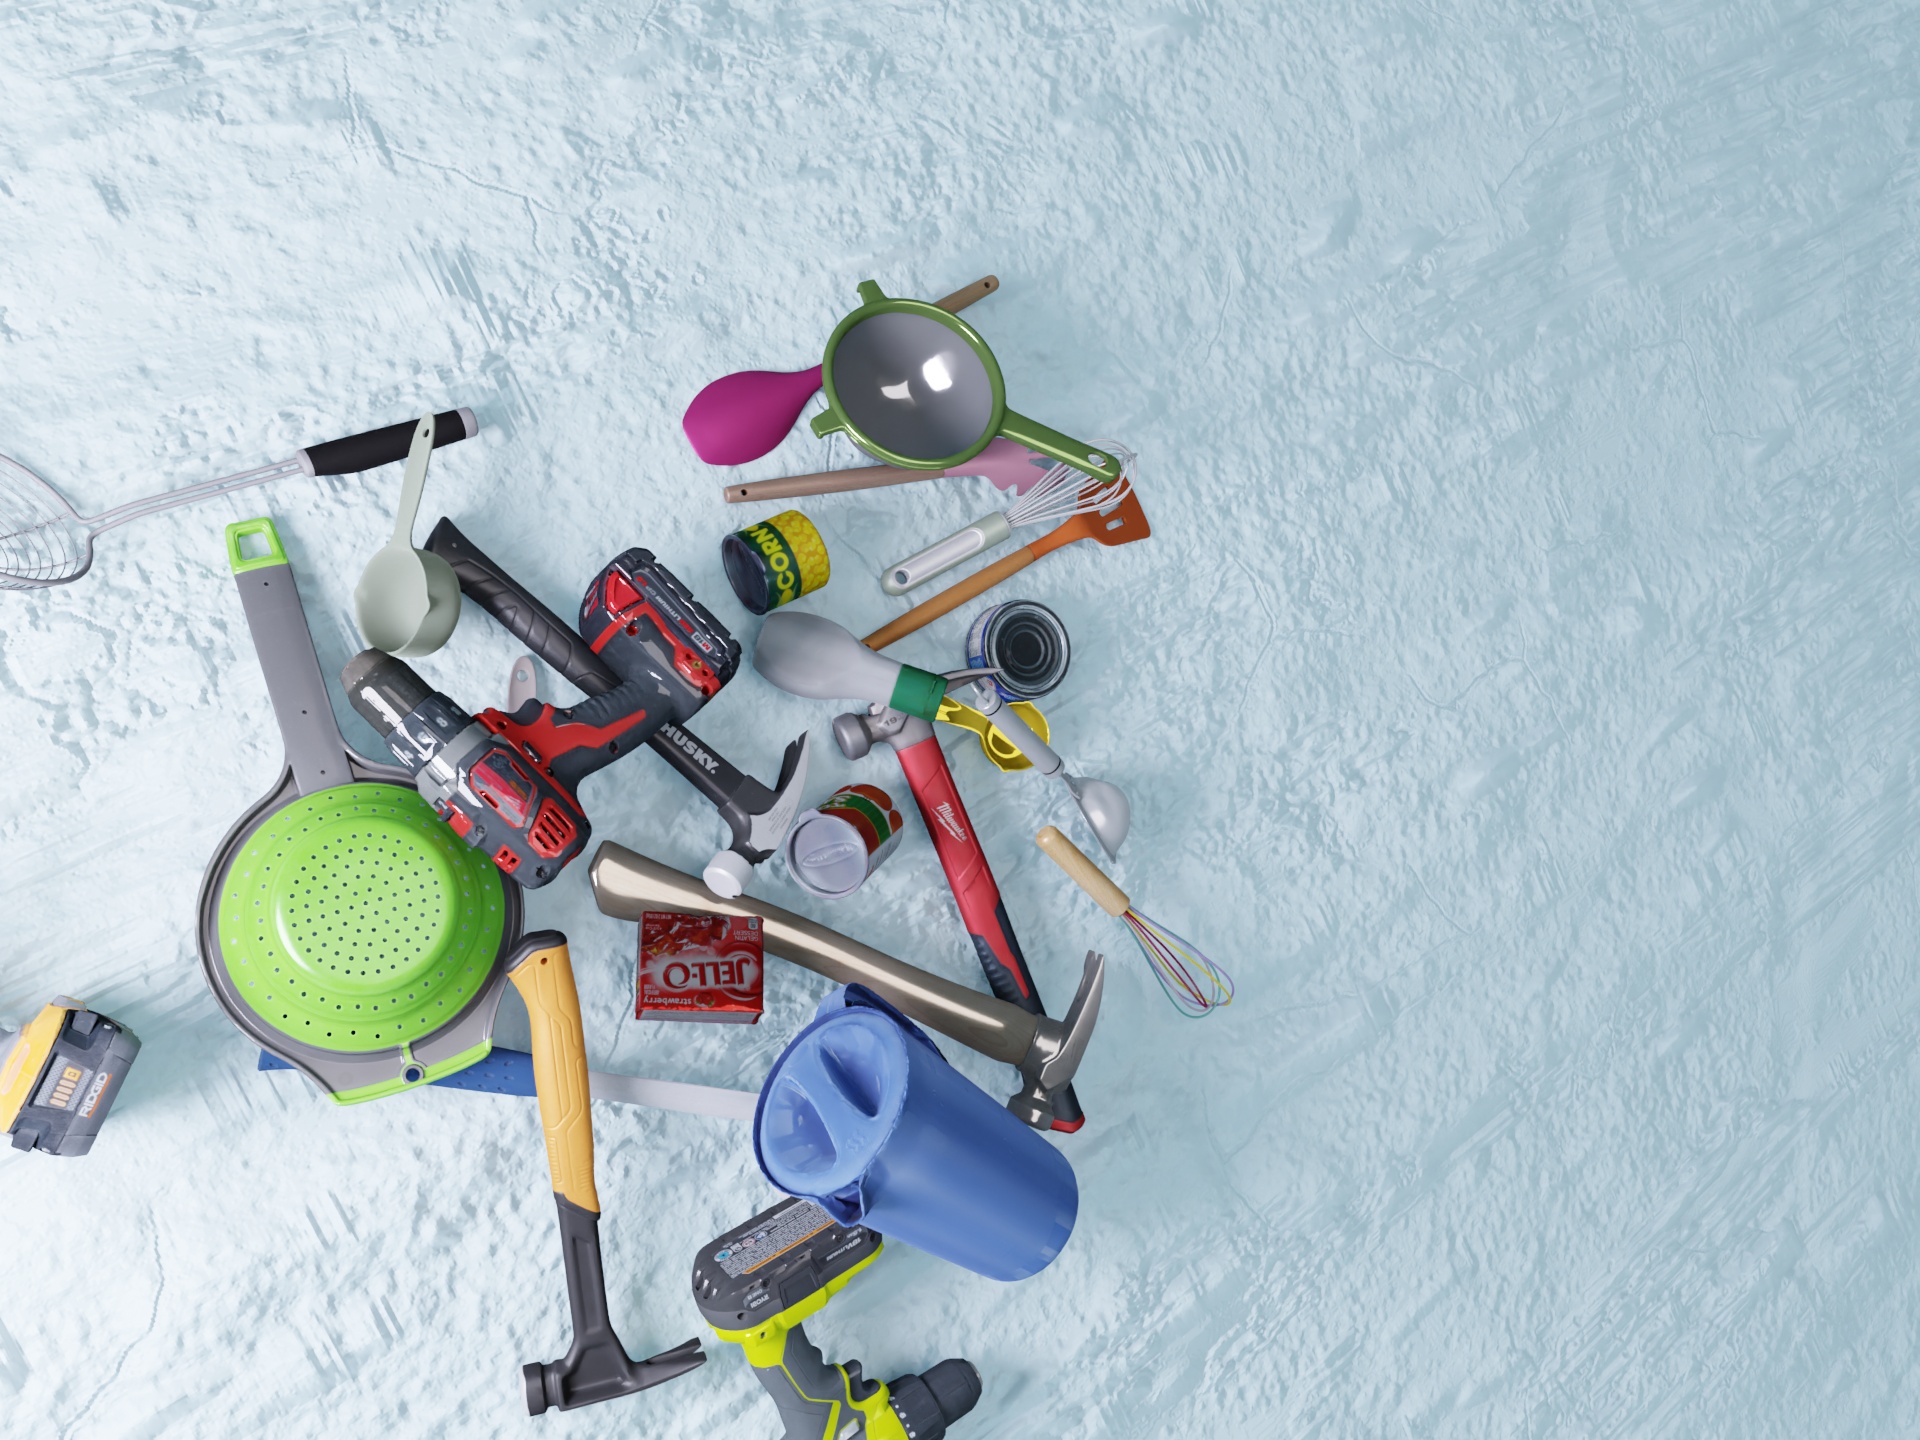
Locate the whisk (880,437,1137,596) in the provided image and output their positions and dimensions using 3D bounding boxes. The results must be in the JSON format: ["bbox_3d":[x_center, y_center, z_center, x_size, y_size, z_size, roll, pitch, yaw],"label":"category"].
[{"bbox_3d":[0.042,-0.165,1.312,0.246,0.059,0.058,-29,91,-12],"label":"whisk"}]

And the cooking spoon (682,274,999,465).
[{"bbox_3d":[-0.089,-0.295,1.294,0.319,0.017,0.068,-35,102,-25],"label":"cooking spoon"}]

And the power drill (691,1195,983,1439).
[{"bbox_3d":[-0.088,0.465,1.165,0.190,0.080,0.228,-24,108,-26],"label":"power drill"}]

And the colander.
[{"bbox_3d":[-0.406,0.045,1.024,0.204,0.094,0.397,-17,84,-23],"label":"colander"}]

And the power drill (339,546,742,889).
[{"bbox_3d":[-0.278,-0.021,1.067,0.188,0.080,0.227,46,54,-7],"label":"power drill"}]

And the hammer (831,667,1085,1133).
[{"bbox_3d":[0.033,0.149,1.285,0.143,0.038,0.386,-23,97,-14],"label":"hammer"}]

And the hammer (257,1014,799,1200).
[{"bbox_3d":[-0.271,0.247,1.115,0.405,0.035,0.144,14,101,-22],"label":"hammer"}]

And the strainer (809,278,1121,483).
[{"bbox_3d":[0.004,-0.238,1.283,0.256,0.069,0.152,21,66,-13],"label":"strainer"}]

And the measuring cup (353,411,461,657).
[{"bbox_3d":[-0.364,-0.124,1.082,0.038,0.083,0.167,12,88,-56],"label":"measuring cup"}]

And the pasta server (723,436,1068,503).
[{"bbox_3d":[-0.043,-0.202,1.305,0.316,0.040,0.060,-11,90,-24],"label":"pasta server"}]

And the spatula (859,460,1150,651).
[{"bbox_3d":[0.036,-0.127,1.339,0.322,0.041,0.081,-31,98,-22],"label":"spatula"}]

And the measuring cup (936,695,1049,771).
[{"bbox_3d":[-0.002,-0.004,1.308,0.156,0.029,0.062,21,87,-11],"label":"measuring cup"}]

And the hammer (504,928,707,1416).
[{"bbox_3d":[-0.256,0.305,1.086,0.127,0.034,0.337,-8,101,-17],"label":"hammer"}]

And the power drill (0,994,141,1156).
[{"bbox_3d":[-0.592,0.174,0.894,0.226,0.185,0.084,28,71,-25],"label":"power drill"}]

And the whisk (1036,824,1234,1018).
[{"bbox_3d":[0.144,0.171,1.333,0.051,0.047,0.244,-45,113,1],"label":"whisk"}]

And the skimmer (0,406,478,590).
[{"bbox_3d":[-0.490,-0.171,1.035,0.363,0.090,0.127,-23,64,-30],"label":"skimmer"}]

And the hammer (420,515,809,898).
[{"bbox_3d":[-0.252,-0.027,1.158,0.334,0.035,0.146,42,48,-12],"label":"hammer"}]

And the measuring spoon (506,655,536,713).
[{"bbox_3d":[-0.320,0.014,1.147,0.034,0.018,0.124,7,74,-26],"label":"measuring spoon"}]

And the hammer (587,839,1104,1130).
[{"bbox_3d":[-0.083,0.175,1.209,0.410,0.038,0.146,25,82,-16],"label":"hammer"}]

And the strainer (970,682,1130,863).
[{"bbox_3d":[0.080,0.041,1.277,0.050,0.087,0.258,-35,133,12],"label":"strainer"}]
